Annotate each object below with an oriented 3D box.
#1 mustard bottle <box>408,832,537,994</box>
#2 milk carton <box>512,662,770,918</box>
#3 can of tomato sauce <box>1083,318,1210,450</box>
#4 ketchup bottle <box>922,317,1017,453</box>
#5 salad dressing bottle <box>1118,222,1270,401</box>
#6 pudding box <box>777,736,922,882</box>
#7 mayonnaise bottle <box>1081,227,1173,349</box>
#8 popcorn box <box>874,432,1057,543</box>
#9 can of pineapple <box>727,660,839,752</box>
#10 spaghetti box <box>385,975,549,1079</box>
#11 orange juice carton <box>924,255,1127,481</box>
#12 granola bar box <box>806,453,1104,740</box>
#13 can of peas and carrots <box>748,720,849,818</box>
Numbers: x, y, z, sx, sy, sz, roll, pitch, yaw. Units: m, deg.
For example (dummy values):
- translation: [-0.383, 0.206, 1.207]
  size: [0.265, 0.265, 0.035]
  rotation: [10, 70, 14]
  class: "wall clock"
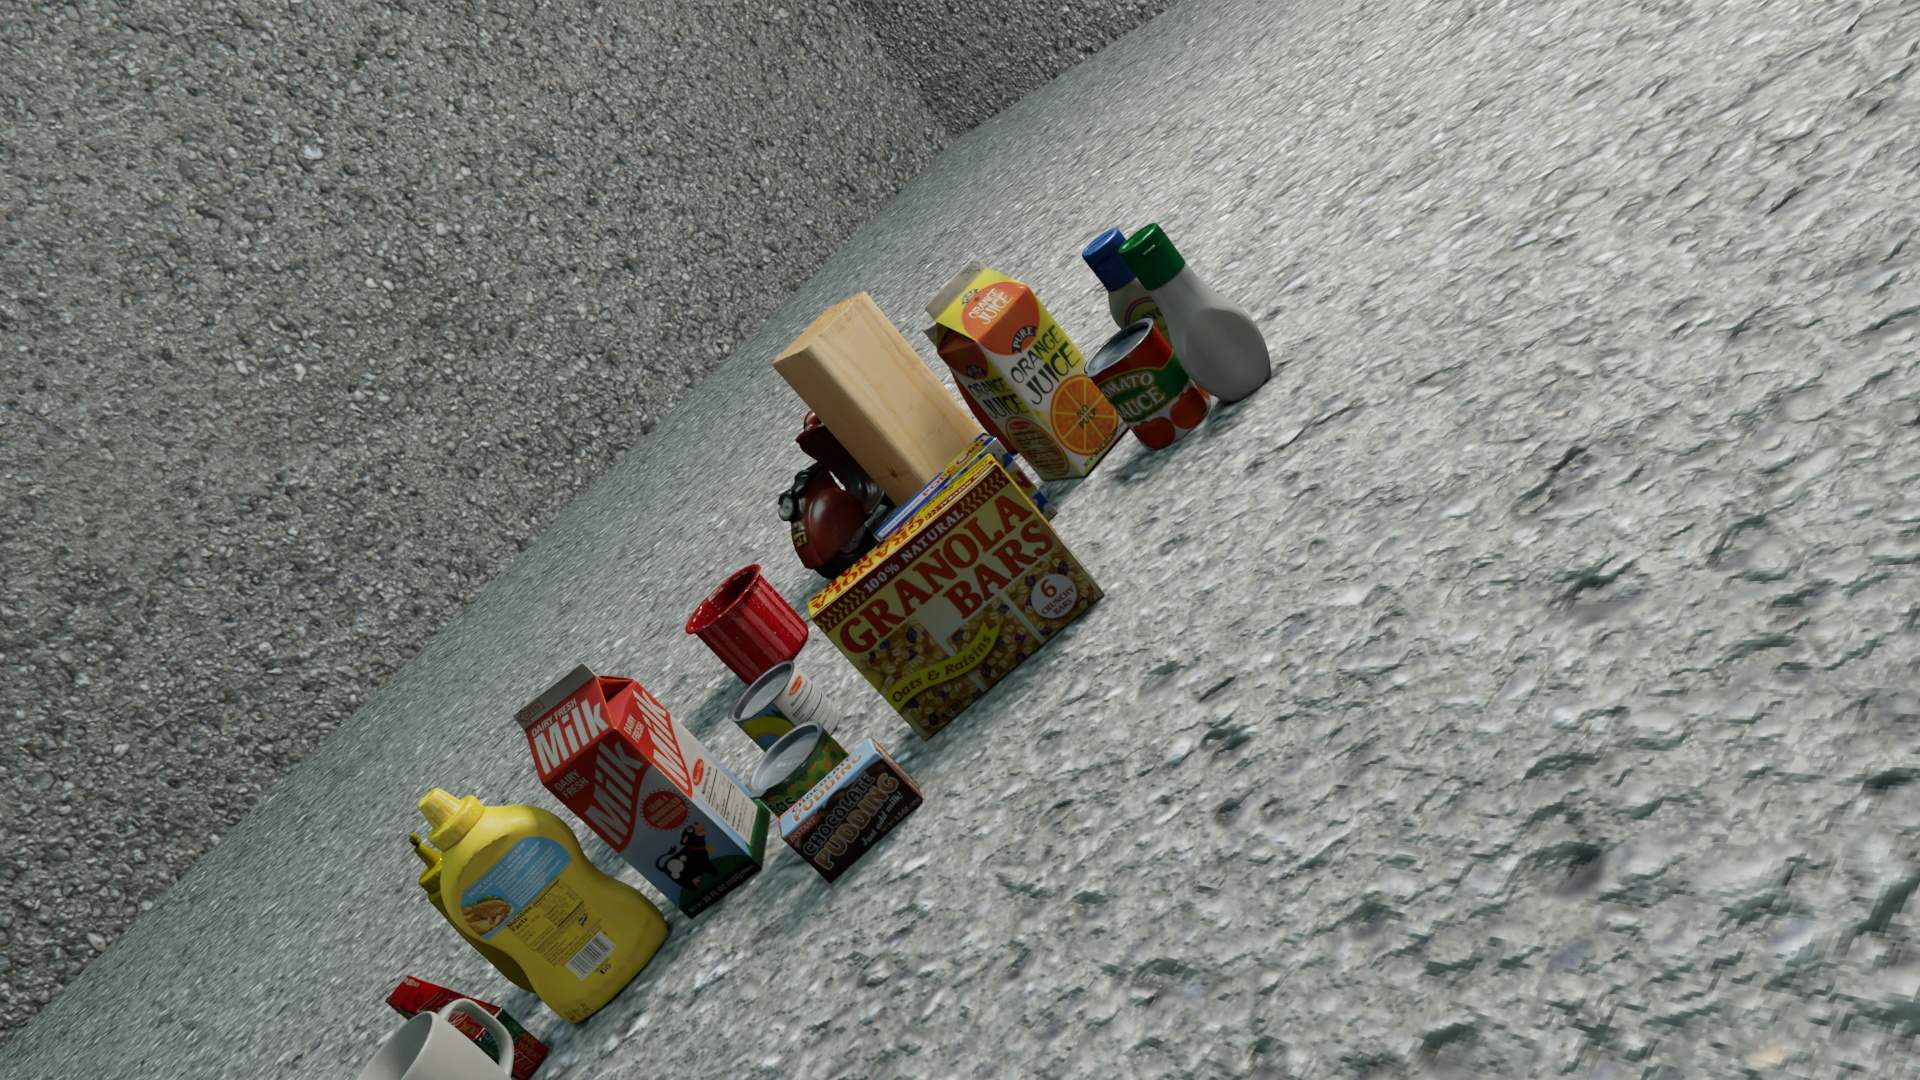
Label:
- translation: [-0.365, 0.279, 1.066]
  size: [0.049, 0.160, 0.065]
  rotation: [-41, 18, 0]
  class: "mustard bottle"
- translation: [-0.228, 0.171, 0.993]
  size: [0.072, 0.190, 0.074]
  rotation: [-37, 18, 12]
  class: "milk carton"
- translation: [0.148, -0.122, 1.100]
  size: [0.071, 0.083, 0.071]
  rotation: [-36, 19, 14]
  class: "can of tomato sauce"
- translation: [0.024, -0.155, 1.316]
  size: [0.064, 0.148, 0.044]
  rotation: [-34, 19, 20]
  class: "ketchup bottle"
- translation: [0.178, -0.174, 1.059]
  size: [0.064, 0.147, 0.044]
  rotation: [-38, 18, 9]
  class: "salad dressing bottle"
- translation: [-0.072, 0.175, 0.904]
  size: [0.084, 0.049, 0.030]
  rotation: [-41, 18, -2]
  class: "pudding box"
- translation: [0.155, -0.184, 1.126]
  size: [0.064, 0.148, 0.041]
  rotation: [-31, 20, 27]
  class: "mayonnaise bottle"
- translation: [0.004, -0.014, 1.132]
  size: [0.127, 0.085, 0.038]
  rotation: [-43, 18, -8]
  class: "popcorn box"
- translation: [-0.140, 0.139, 1.106]
  size: [0.071, 0.057, 0.071]
  rotation: [-36, 19, 14]
  class: "can of pineapple"
- translation: [-0.382, 0.370, 1.063]
  size: [0.249, 0.050, 0.029]
  rotation: [-15, 31, 53]
  class: "spaghetti box"
- translation: [0.051, -0.144, 1.169]
  size: [0.072, 0.192, 0.073]
  rotation: [-48, 19, -21]
  class: "orange juice carton"
- translation: [-0.003, 0.040, 0.959]
  size: [0.165, 0.124, 0.039]
  rotation: [-40, 18, 3]
  class: "granola bar box"
- translation: [-0.105, 0.170, 0.963]
  size: [0.071, 0.058, 0.071]
  rotation: [-36, 19, 14]
  class: "can of peas and carrots"
